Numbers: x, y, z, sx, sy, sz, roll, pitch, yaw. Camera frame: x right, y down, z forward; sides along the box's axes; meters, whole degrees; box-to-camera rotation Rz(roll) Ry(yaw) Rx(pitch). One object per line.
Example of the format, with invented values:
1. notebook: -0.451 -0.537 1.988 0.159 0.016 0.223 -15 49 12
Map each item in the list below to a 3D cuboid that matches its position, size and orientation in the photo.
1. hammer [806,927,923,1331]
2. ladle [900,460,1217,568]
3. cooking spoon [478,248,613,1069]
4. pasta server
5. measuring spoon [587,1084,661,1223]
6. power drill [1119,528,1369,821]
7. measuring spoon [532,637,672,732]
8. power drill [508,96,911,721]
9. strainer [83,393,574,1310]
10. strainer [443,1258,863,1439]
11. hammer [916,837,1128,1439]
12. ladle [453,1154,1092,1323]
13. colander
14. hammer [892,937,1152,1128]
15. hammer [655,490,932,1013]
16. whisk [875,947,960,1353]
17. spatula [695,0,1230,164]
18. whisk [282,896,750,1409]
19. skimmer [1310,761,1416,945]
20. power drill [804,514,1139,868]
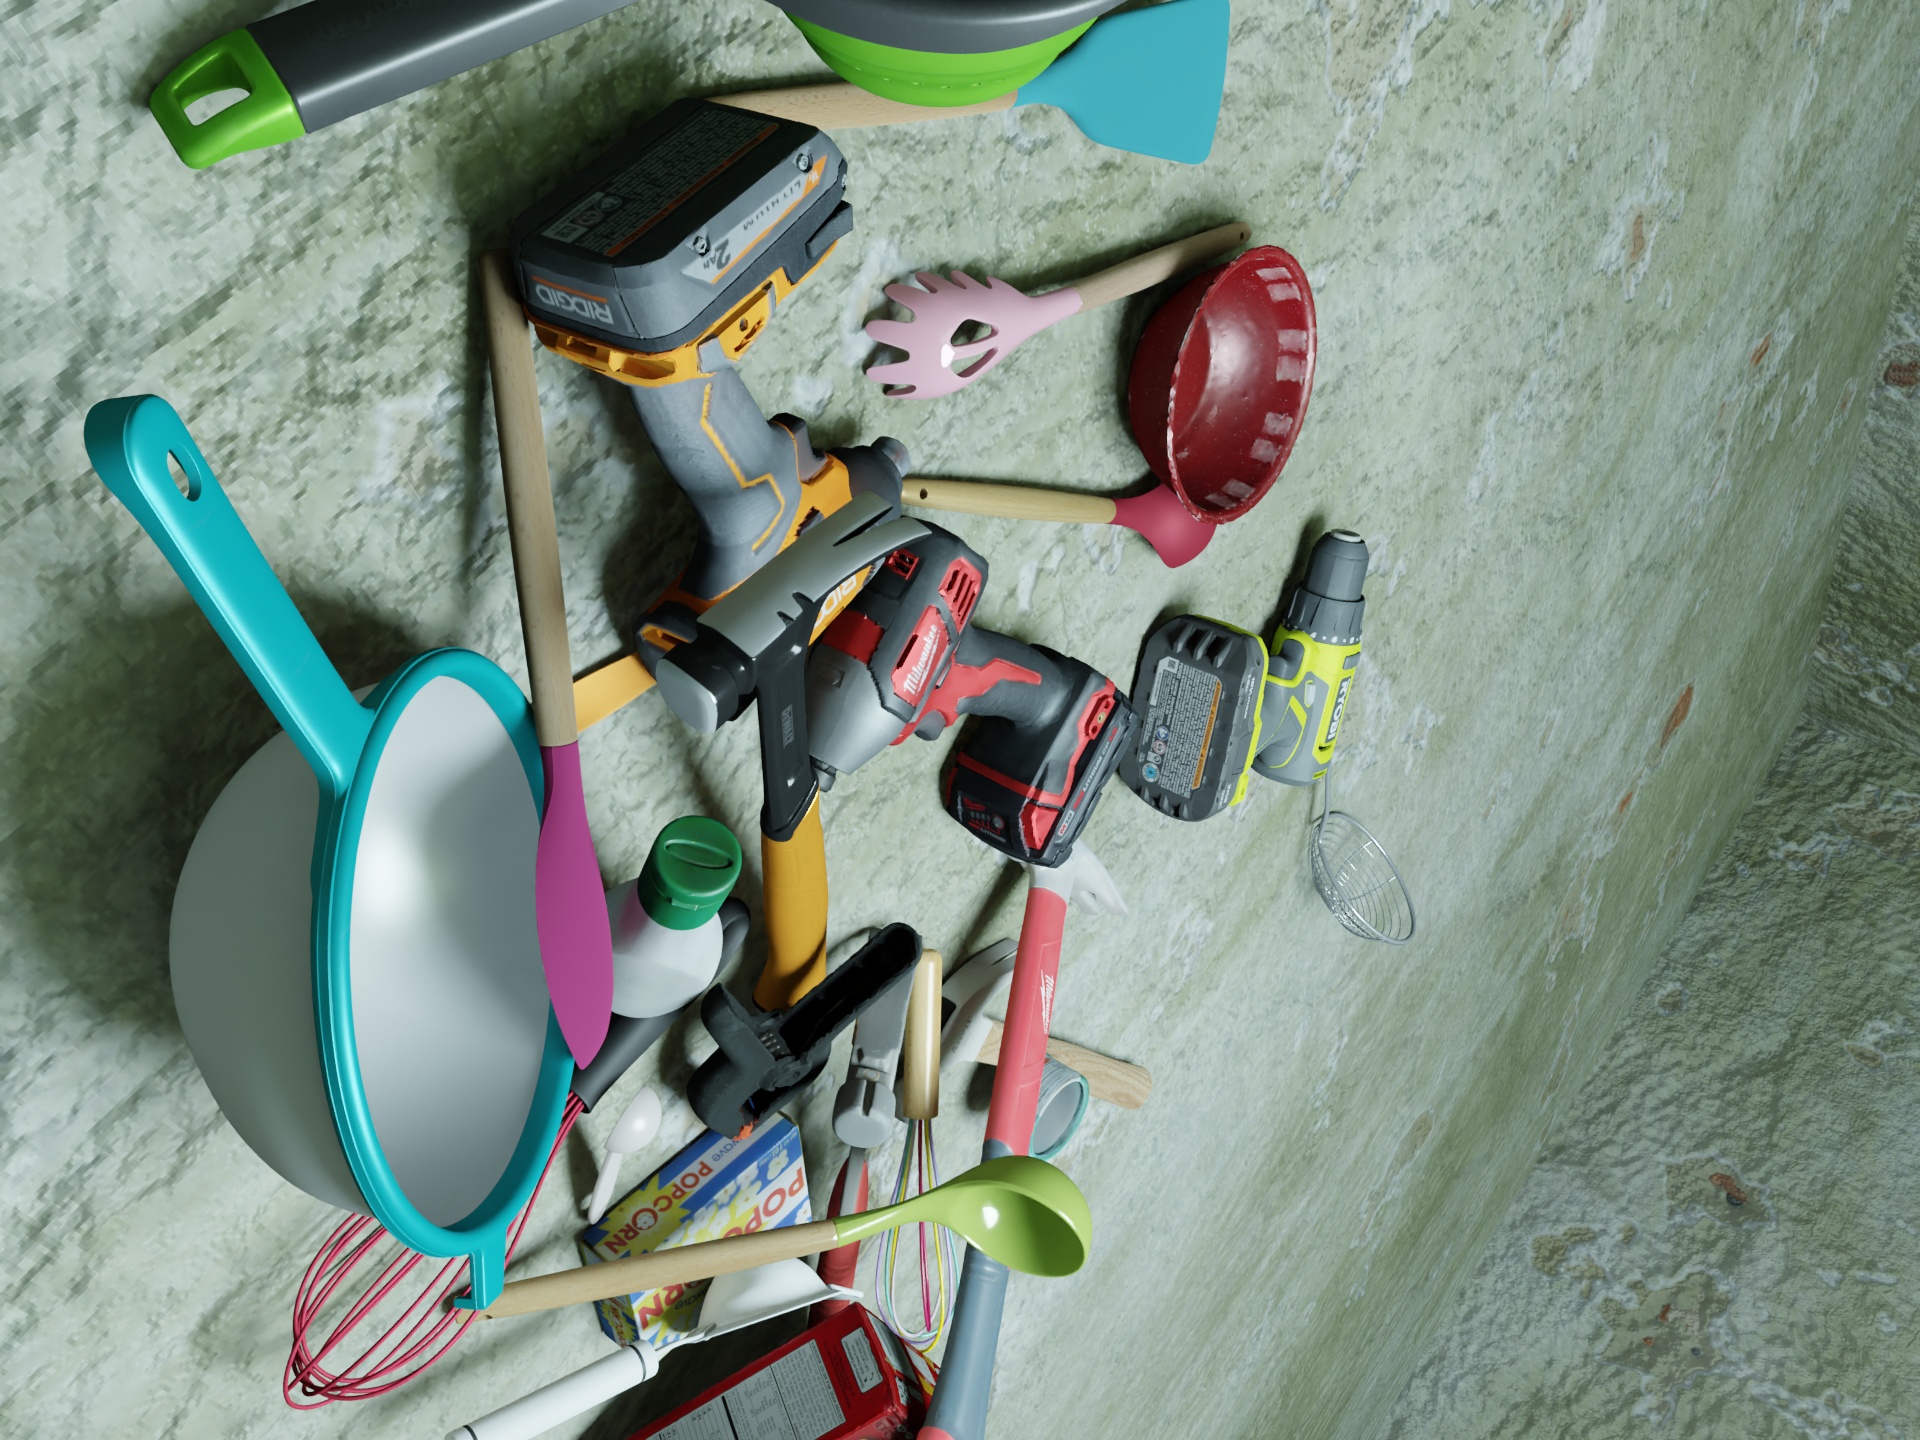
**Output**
1. hammer: -0.069 0.300 0.950 0.149 0.036 0.358 -81 -179 -57
2. ladle: 0.068 -0.123 0.911 0.315 0.031 0.069 -5 106 -50
3. cooking spoon: -0.158 -0.017 0.614 0.069 0.017 0.318 -72 159 -75
4. pasta server: 0.067 -0.230 0.844 0.316 0.040 0.060 -34 135 -43
5. measuring spoon: -0.165 0.219 0.779 0.034 0.018 0.124 -55 173 -46
6. power drill: 0.214 -0.032 1.118 0.228 0.080 0.190 -18 125 -50
7. measuring spoon: -0.151 -0.017 0.698 0.117 0.011 0.021 -35 118 -32
8. power drill: -0.083 -0.128 0.652 0.164 0.084 0.226 -51 150 -31
9. strainer: -0.222 0.039 0.522 0.340 0.095 0.211 79 10 -47
10. strainer: -0.155 0.317 0.802 0.258 0.050 0.087 -11 164 -44
11. hammer: 0.035 0.249 0.938 0.143 0.038 0.387 48 45 -48
12. ladle: -0.087 0.274 0.799 0.320 0.062 0.078 -6 137 -17
13. colander: -0.075 -0.257 0.559 0.397 0.205 0.094 -31 162 -17
14. hammer: 0.063 0.237 1.122 0.331 0.031 0.130 33 84 -56
15. hammer: -0.074 0.044 0.734 0.127 0.034 0.336 -44 158 -30
16. whisk: -0.021 0.261 0.961 0.051 0.047 0.245 1 92 -10
17. spatula: 0.012 -0.284 0.720 0.317 0.044 0.082 -26 132 -42
18. whisk: -0.192 0.188 0.731 0.296 0.073 0.073 -49 143 -33
19. skimmer: 0.333 0.035 1.305 0.127 0.090 0.363 -76 161 -51
20. power drill: -0.001 -0.003 0.851 0.219 0.079 0.143 35 82 -53
